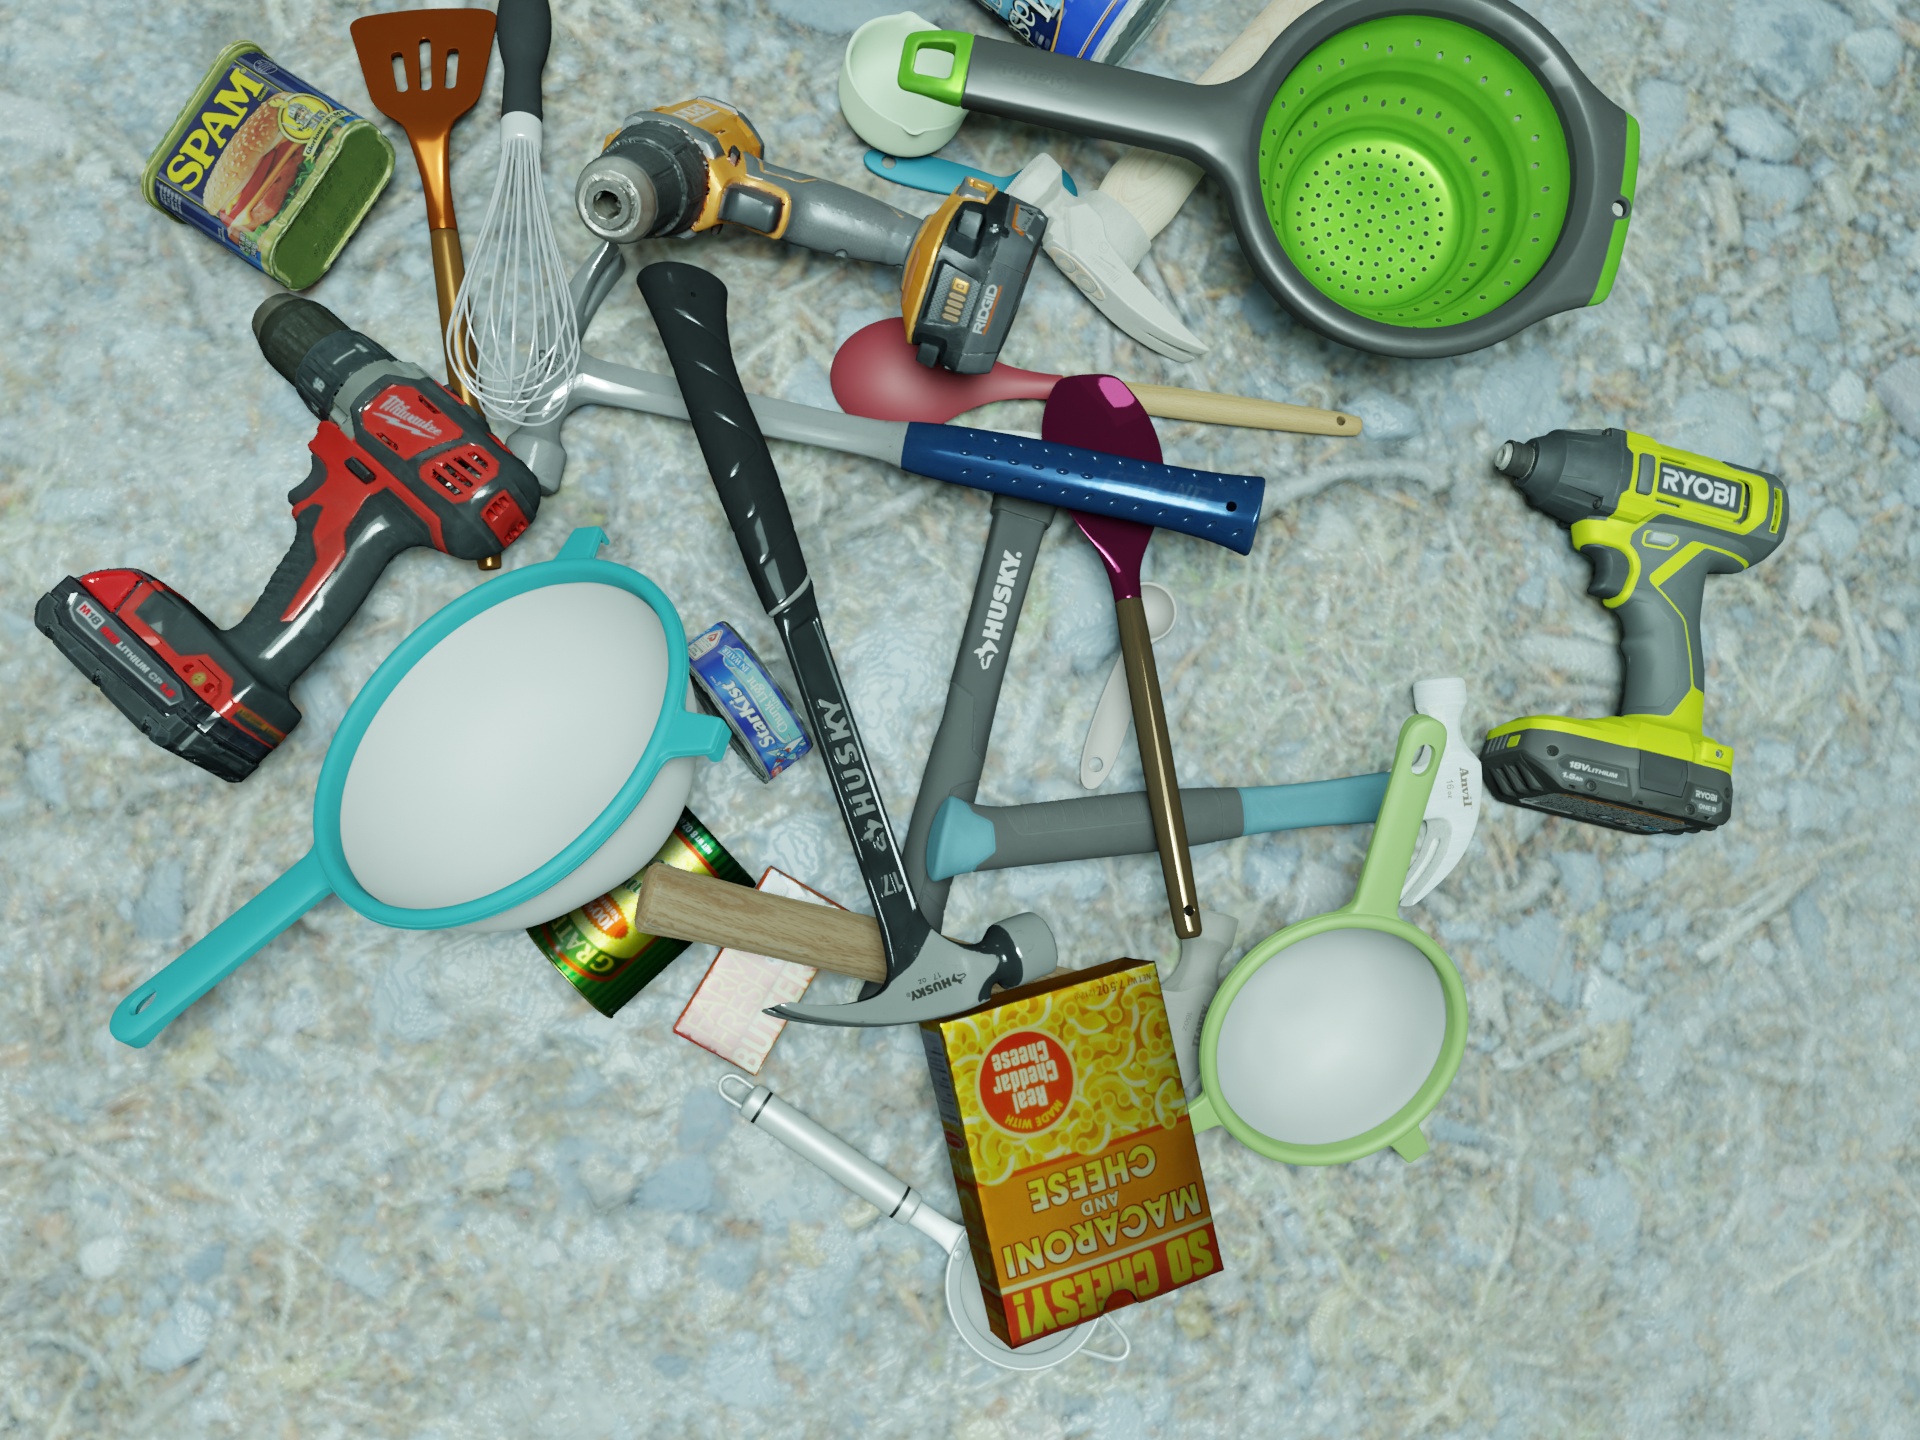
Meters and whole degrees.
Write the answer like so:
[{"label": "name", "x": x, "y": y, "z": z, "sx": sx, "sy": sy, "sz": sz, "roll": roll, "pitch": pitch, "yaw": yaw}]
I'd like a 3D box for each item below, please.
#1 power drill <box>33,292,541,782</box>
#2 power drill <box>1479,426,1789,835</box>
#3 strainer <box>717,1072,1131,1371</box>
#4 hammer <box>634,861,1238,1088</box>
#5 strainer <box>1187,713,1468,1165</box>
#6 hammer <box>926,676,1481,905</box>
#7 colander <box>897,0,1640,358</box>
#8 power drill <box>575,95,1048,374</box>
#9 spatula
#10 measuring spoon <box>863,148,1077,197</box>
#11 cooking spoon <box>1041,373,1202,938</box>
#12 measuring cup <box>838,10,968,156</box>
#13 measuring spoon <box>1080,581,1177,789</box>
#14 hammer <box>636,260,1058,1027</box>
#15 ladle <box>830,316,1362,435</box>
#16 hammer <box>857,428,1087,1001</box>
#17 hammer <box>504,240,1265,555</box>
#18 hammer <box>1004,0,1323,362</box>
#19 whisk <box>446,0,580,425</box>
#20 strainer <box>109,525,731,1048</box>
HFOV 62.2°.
[{"label": "power drill", "x": -0.354, "y": -0.103, "z": 0.819, "sx": 0.188, "sy": 0.080, "sz": 0.227, "roll": 40, "pitch": 79, "yaw": 13}, {"label": "power drill", "x": 0.382, "y": -0.056, "z": 0.927, "sx": 0.171, "sy": 0.080, "sz": 0.223, "roll": 13, "pitch": 79, "yaw": -7}, {"label": "strainer", "x": -0.022, "y": 0.264, "z": 0.855, "sx": 0.258, "sy": 0.050, "sz": 0.087, "roll": 34, "pitch": 73, "yaw": 2}, {"label": "hammer", "x": -0.008, "y": 0.132, "z": 0.841, "sx": 0.331, "sy": 0.031, "sz": 0.130, "roll": 16, "pitch": 84, "yaw": -19}, {"label": "strainer", "x": 0.206, "y": 0.113, "z": 0.862, "sx": 0.151, "sy": 0.069, "sz": 0.256, "roll": 10, "pitch": 104, "yaw": -13}, {"label": "hammer", "x": 0.141, "y": 0.051, "z": 0.885, "sx": 0.331, "sy": 0.033, "sz": 0.128, "roll": -5, "pitch": 86, "yaw": -16}, {"label": "colander", "x": 0.161, "y": -0.308, "z": 0.880, "sx": 0.397, "sy": 0.094, "sz": 0.204, "roll": 12, "pitch": 88, "yaw": -2}, {"label": "power drill", "x": -0.077, "y": -0.254, "z": 0.821, "sx": 0.226, "sy": 0.185, "sz": 0.084, "roll": 20, "pitch": 118, "yaw": -1}, {"label": "spatula", "x": -0.279, "y": -0.242, "z": 0.877, "sx": 0.081, "sy": 0.041, "sz": 0.322, "roll": -8, "pitch": 90, "yaw": -8}, {"label": "measuring spoon", "x": 0.008, "y": -0.316, "z": 0.923, "sx": 0.128, "sy": 0.021, "sz": 0.042, "roll": 10, "pitch": 83, "yaw": -8}, {"label": "cooking spoon", "x": 0.095, "y": -0.040, "z": 0.864, "sx": 0.068, "sy": 0.017, "sz": 0.319, "roll": -6, "pitch": 78, "yaw": -14}, {"label": "measuring cup", "x": 0.010, "y": -0.355, "z": 0.923, "sx": 0.167, "sy": 0.038, "sz": 0.083, "roll": 4, "pitch": 71, "yaw": -20}, {"label": "measuring spoon", "x": 0.092, "y": -0.020, "z": 0.914, "sx": 0.034, "sy": 0.018, "sz": 0.124, "roll": 19, "pitch": 89, "yaw": -6}, {"label": "hammer", "x": -0.085, "y": -0.042, "z": 0.798, "sx": 0.149, "sy": 0.036, "sz": 0.409, "roll": -16, "pitch": 82, "yaw": -29}, {"label": "ladle", "x": 0.083, "y": -0.188, "z": 0.921, "sx": 0.315, "sy": 0.031, "sz": 0.069, "roll": 5, "pitch": 84, "yaw": -9}, {"label": "hammer", "x": -0.001, "y": -0.003, "z": 0.886, "sx": 0.146, "sy": 0.035, "sz": 0.335, "roll": 16, "pitch": 83, "yaw": -7}, {"label": "hammer", "x": -0.039, "y": -0.157, "z": 0.859, "sx": 0.405, "sy": 0.035, "sz": 0.144, "roll": 12, "pitch": 82, "yaw": 5}, {"label": "hammer", "x": 0.198, "y": -0.403, "z": 0.947, "sx": 0.146, "sy": 0.038, "sz": 0.411, "roll": 41, "pitch": 78, "yaw": -15}, {"label": "whisk", "x": -0.236, "y": -0.287, "z": 0.856, "sx": 0.070, "sy": 0.070, "sz": 0.285, "roll": -1, "pitch": 71, "yaw": -8}, {"label": "strainer", "x": -0.260, "y": 0.067, "z": 0.801, "sx": 0.340, "sy": 0.095, "sz": 0.211, "roll": -38, "pitch": 49, "yaw": -1}]
